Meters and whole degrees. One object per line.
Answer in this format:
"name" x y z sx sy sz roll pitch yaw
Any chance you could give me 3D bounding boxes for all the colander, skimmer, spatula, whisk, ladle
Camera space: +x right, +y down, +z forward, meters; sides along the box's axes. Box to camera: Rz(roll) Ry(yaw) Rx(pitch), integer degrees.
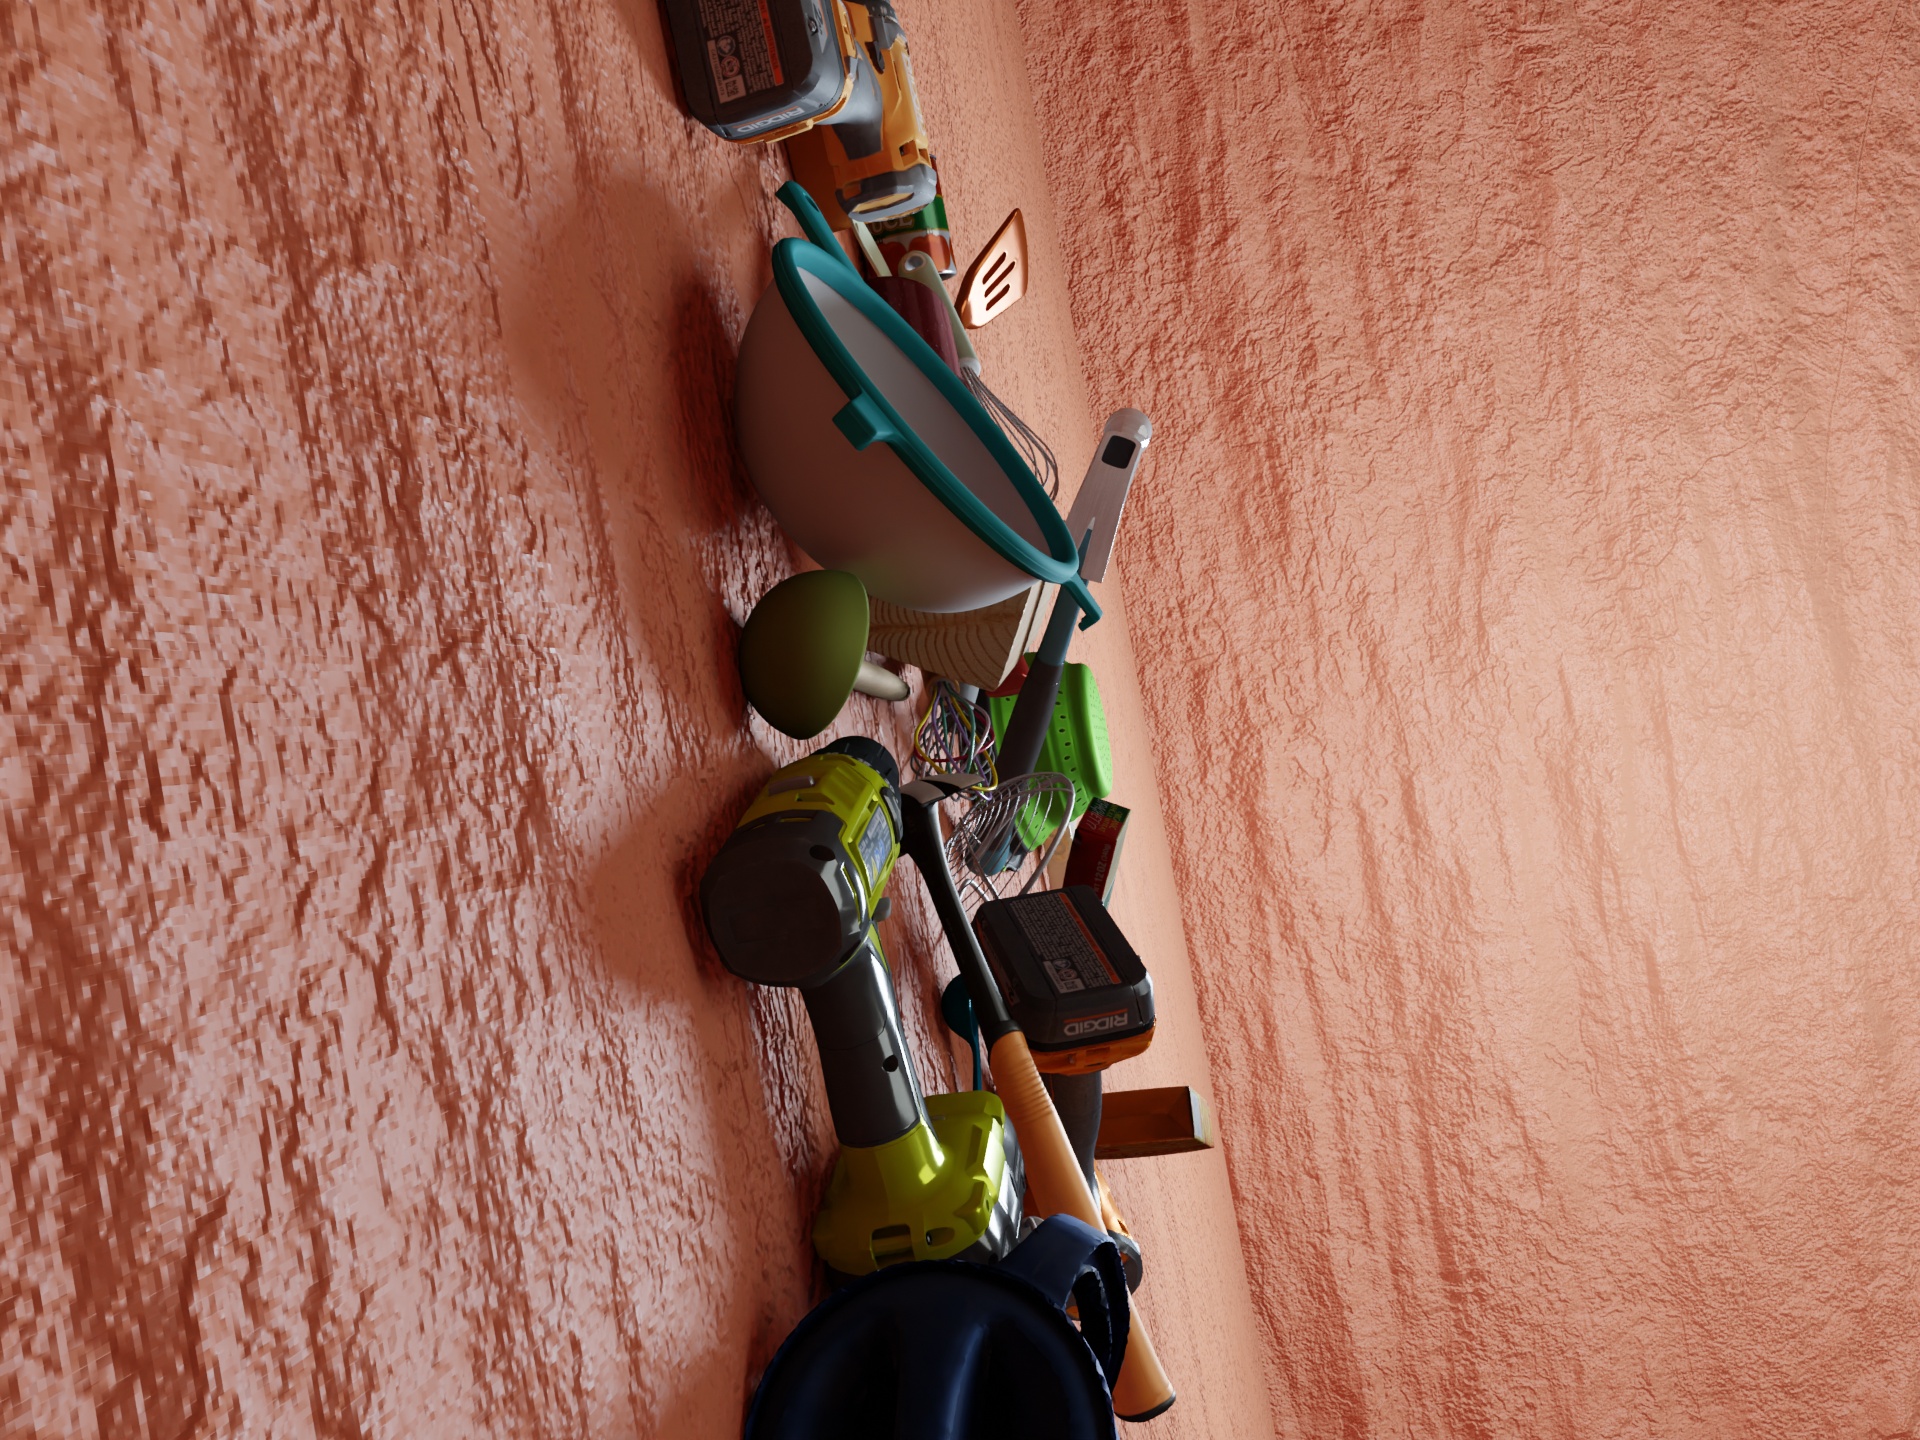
"colander" 0.076 -0.022 1.357 0.397 0.094 0.204 -78 155 -62
"skimmer" 0.056 0.153 1.108 0.127 0.090 0.362 -61 154 -22
"spatula" 0.000 -0.234 1.133 0.081 0.041 0.323 79 20 -55
"whisk" 0.004 -0.214 1.006 0.059 0.058 0.247 60 8 -57
"ladle" -0.049 -0.023 0.830 0.320 0.062 0.078 21 86 -81
"whisk" -0.012 -0.014 0.975 0.245 0.047 0.051 -106 -166 -68
"whisk" -0.002 -0.005 1.080 0.239 0.055 0.055 -84 161 -68

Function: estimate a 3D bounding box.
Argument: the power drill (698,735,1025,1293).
"power drill" -0.037 0.124 0.700 0.191 0.080 0.228 -67 143 -73

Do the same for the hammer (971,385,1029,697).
"hammer" 0.015 -0.167 1.274 0.149 0.036 0.359 67 12 -49

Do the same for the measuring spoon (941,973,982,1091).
"measuring spoon" 0.001 0.217 0.978 0.042 0.021 0.128 -54 141 -79

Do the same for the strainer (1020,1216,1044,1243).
"strainer" 0.025 0.285 0.820 0.258 0.050 0.087 96 -19 -62

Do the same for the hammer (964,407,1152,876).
"hammer" 0.056 -0.033 1.035 0.128 0.033 0.330 -65 173 -56

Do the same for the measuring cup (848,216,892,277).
"measuring cup" -0.060 -0.280 1.065 0.167 0.038 0.083 55 27 -61

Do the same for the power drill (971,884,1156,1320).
"power drill" 0.054 0.215 0.941 0.164 0.084 0.226 -123 -152 -60

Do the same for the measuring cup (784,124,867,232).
"measuring cup" -0.080 -0.402 1.025 0.095 0.052 0.174 27 55 -76

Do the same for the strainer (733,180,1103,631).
"strainer" -0.065 -0.168 0.817 0.210 0.095 0.341 33 22 -45

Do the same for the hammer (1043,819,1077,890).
"hammer" 0.116 0.068 1.636 0.411 0.038 0.146 -62 142 -73

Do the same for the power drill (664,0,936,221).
"power drill" -0.083 -0.385 0.867 0.226 0.084 0.185 -20 99 -72

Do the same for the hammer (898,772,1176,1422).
"hammer" 0.035 0.188 0.800 0.337 0.034 0.127 68 -20 4
